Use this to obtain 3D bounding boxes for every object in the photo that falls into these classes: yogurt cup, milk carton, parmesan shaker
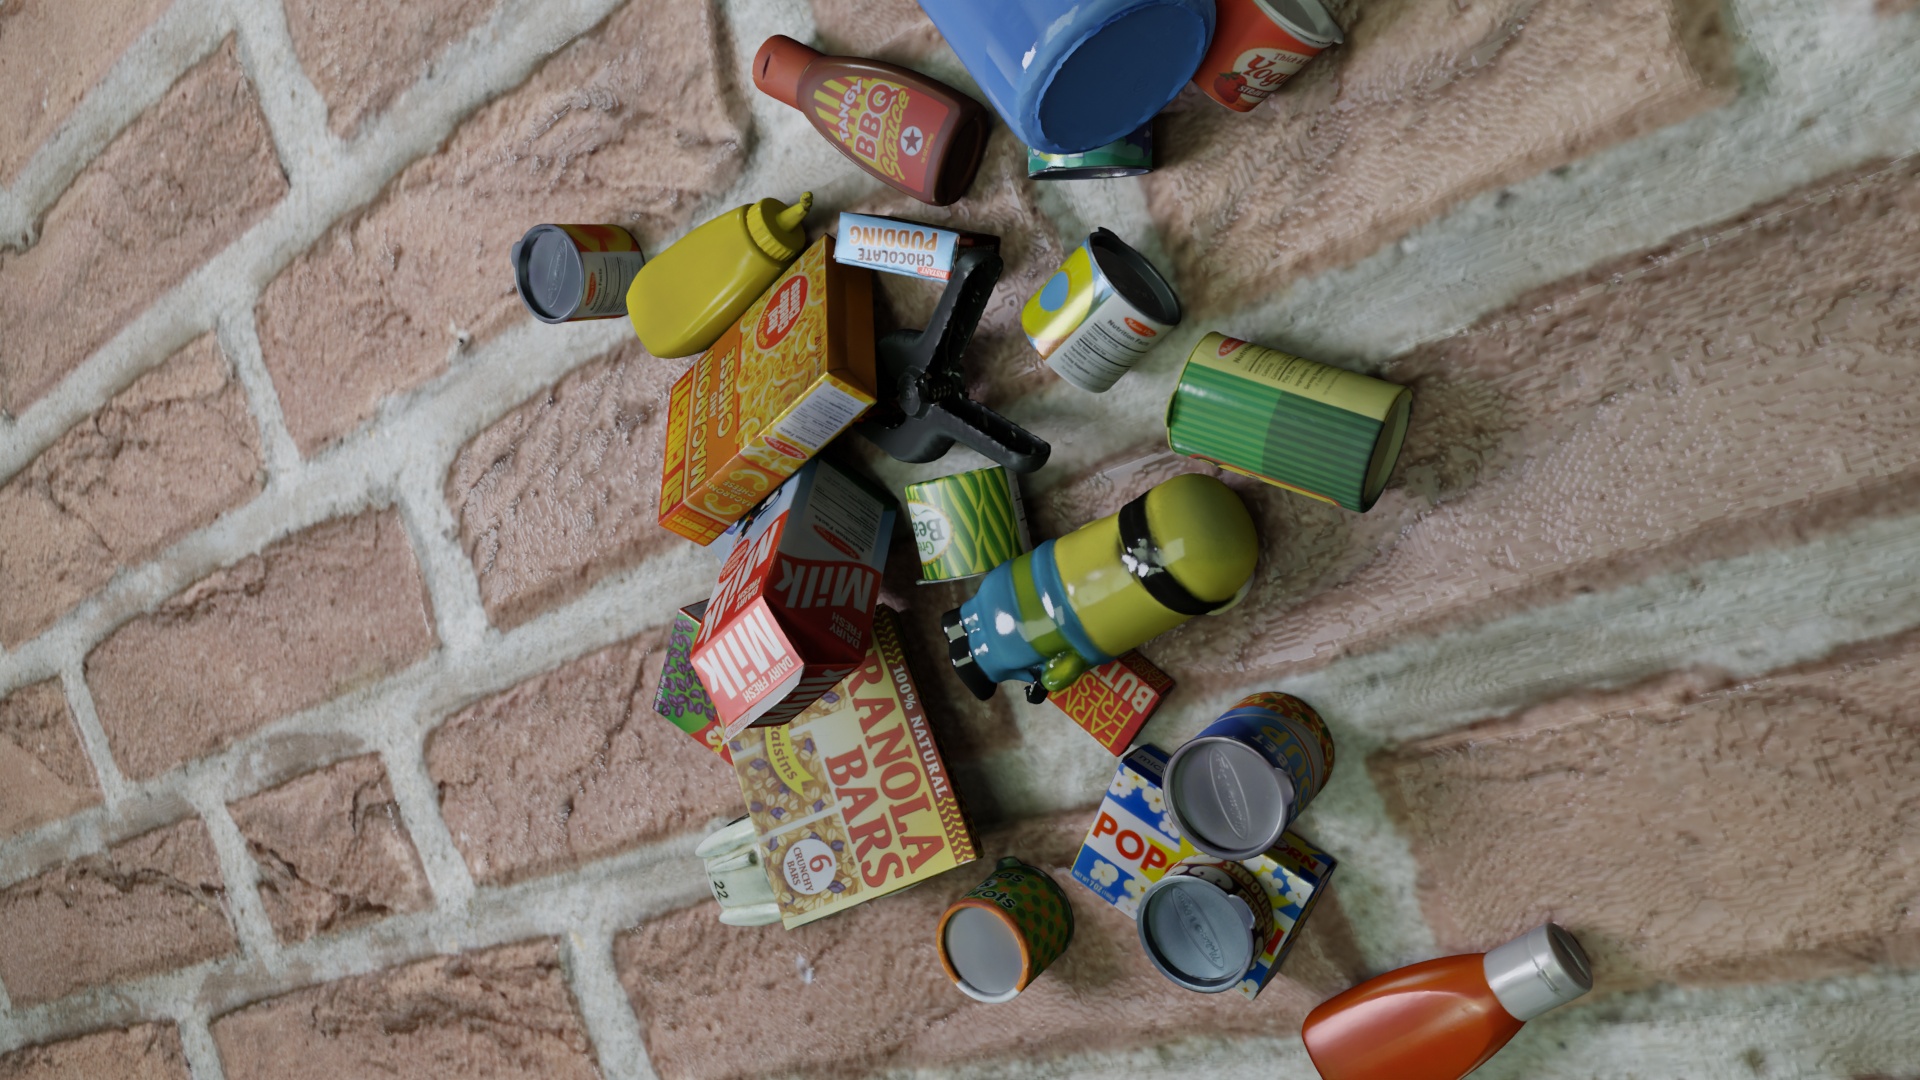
[{"bbox_3d":[0.140,-0.247,0.677,0.072,0.073,0.053,54,130,11],"label":"yogurt cup"},{"bbox_3d":[-0.097,0.033,0.804,0.073,0.191,0.072,37,123,-21],"label":"milk carton"},{"bbox_3d":[0.163,-0.058,0.696,0.103,0.071,0.071,22,111,27],"label":"parmesan shaker"}]

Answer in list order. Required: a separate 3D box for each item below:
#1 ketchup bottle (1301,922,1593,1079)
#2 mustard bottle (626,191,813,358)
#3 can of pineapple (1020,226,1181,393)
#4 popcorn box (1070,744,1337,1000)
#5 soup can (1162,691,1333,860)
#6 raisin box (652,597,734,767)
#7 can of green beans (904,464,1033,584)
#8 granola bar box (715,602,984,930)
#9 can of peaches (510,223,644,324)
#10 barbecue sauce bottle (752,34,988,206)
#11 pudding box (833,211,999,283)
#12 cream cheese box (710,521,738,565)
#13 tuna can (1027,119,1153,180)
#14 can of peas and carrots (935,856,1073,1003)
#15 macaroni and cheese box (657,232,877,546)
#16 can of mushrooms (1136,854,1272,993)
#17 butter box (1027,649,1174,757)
[{"bbox_3d":[0.252,0.246,0.721,0.148,0.044,0.065,-41,79,31],"label":"ketchup bottle"},{"bbox_3d":[-0.144,-0.173,0.878,0.159,0.049,0.065,-28,82,33],"label":"mustard bottle"},{"bbox_3d":[0.074,-0.122,0.743,0.057,0.071,0.071,-44,77,31],"label":"can of pineapple"},{"bbox_3d":[0.134,0.185,0.785,0.127,0.038,0.085,31,114,23],"label":"popcorn box"},{"bbox_3d":[0.156,0.122,0.731,0.071,0.084,0.071,7,105,31],"label":"soup can"},{"bbox_3d":[-0.145,0.106,0.944,0.123,0.040,0.085,30,113,25],"label":"raisin box"},{"bbox_3d":[0.005,-0.011,0.808,0.071,0.071,0.057,-10,95,33],"label":"can of green beans"},{"bbox_3d":[-0.072,0.138,0.854,0.124,0.039,0.166,-22,75,3],"label":"granola bar box"},{"bbox_3d":[-0.259,-0.183,0.943,0.071,0.058,0.071,8,105,31],"label":"can of peaches"},{"bbox_3d":[-0.056,-0.252,0.810,0.149,0.044,0.064,33,117,23],"label":"barbecue sauce bottle"},{"bbox_3d":[-0.026,-0.169,0.804,0.084,0.050,0.030,17,108,28],"label":"pudding box"},{"bbox_3d":[-0.136,-0.031,0.917,0.103,0.024,0.053,-44,77,31],"label":"cream cheese box"},{"bbox_3d":[0.066,-0.208,0.726,0.071,0.071,0.032,3,101,32],"label":"tuna can"},{"bbox_3d":[0.026,0.238,0.852,0.071,0.059,0.070,7,104,30],"label":"can of peas and carrots"},{"bbox_3d":[-0.118,-0.089,0.847,0.166,0.040,0.124,-37,41,33],"label":"macaroni and cheese box"},{"bbox_3d":[0.133,0.204,0.745,0.071,0.033,0.071,7,104,31],"label":"can of mushrooms"},{"bbox_3d":[0.069,0.073,0.811,0.103,0.024,0.053,39,118,20],"label":"butter box"}]
